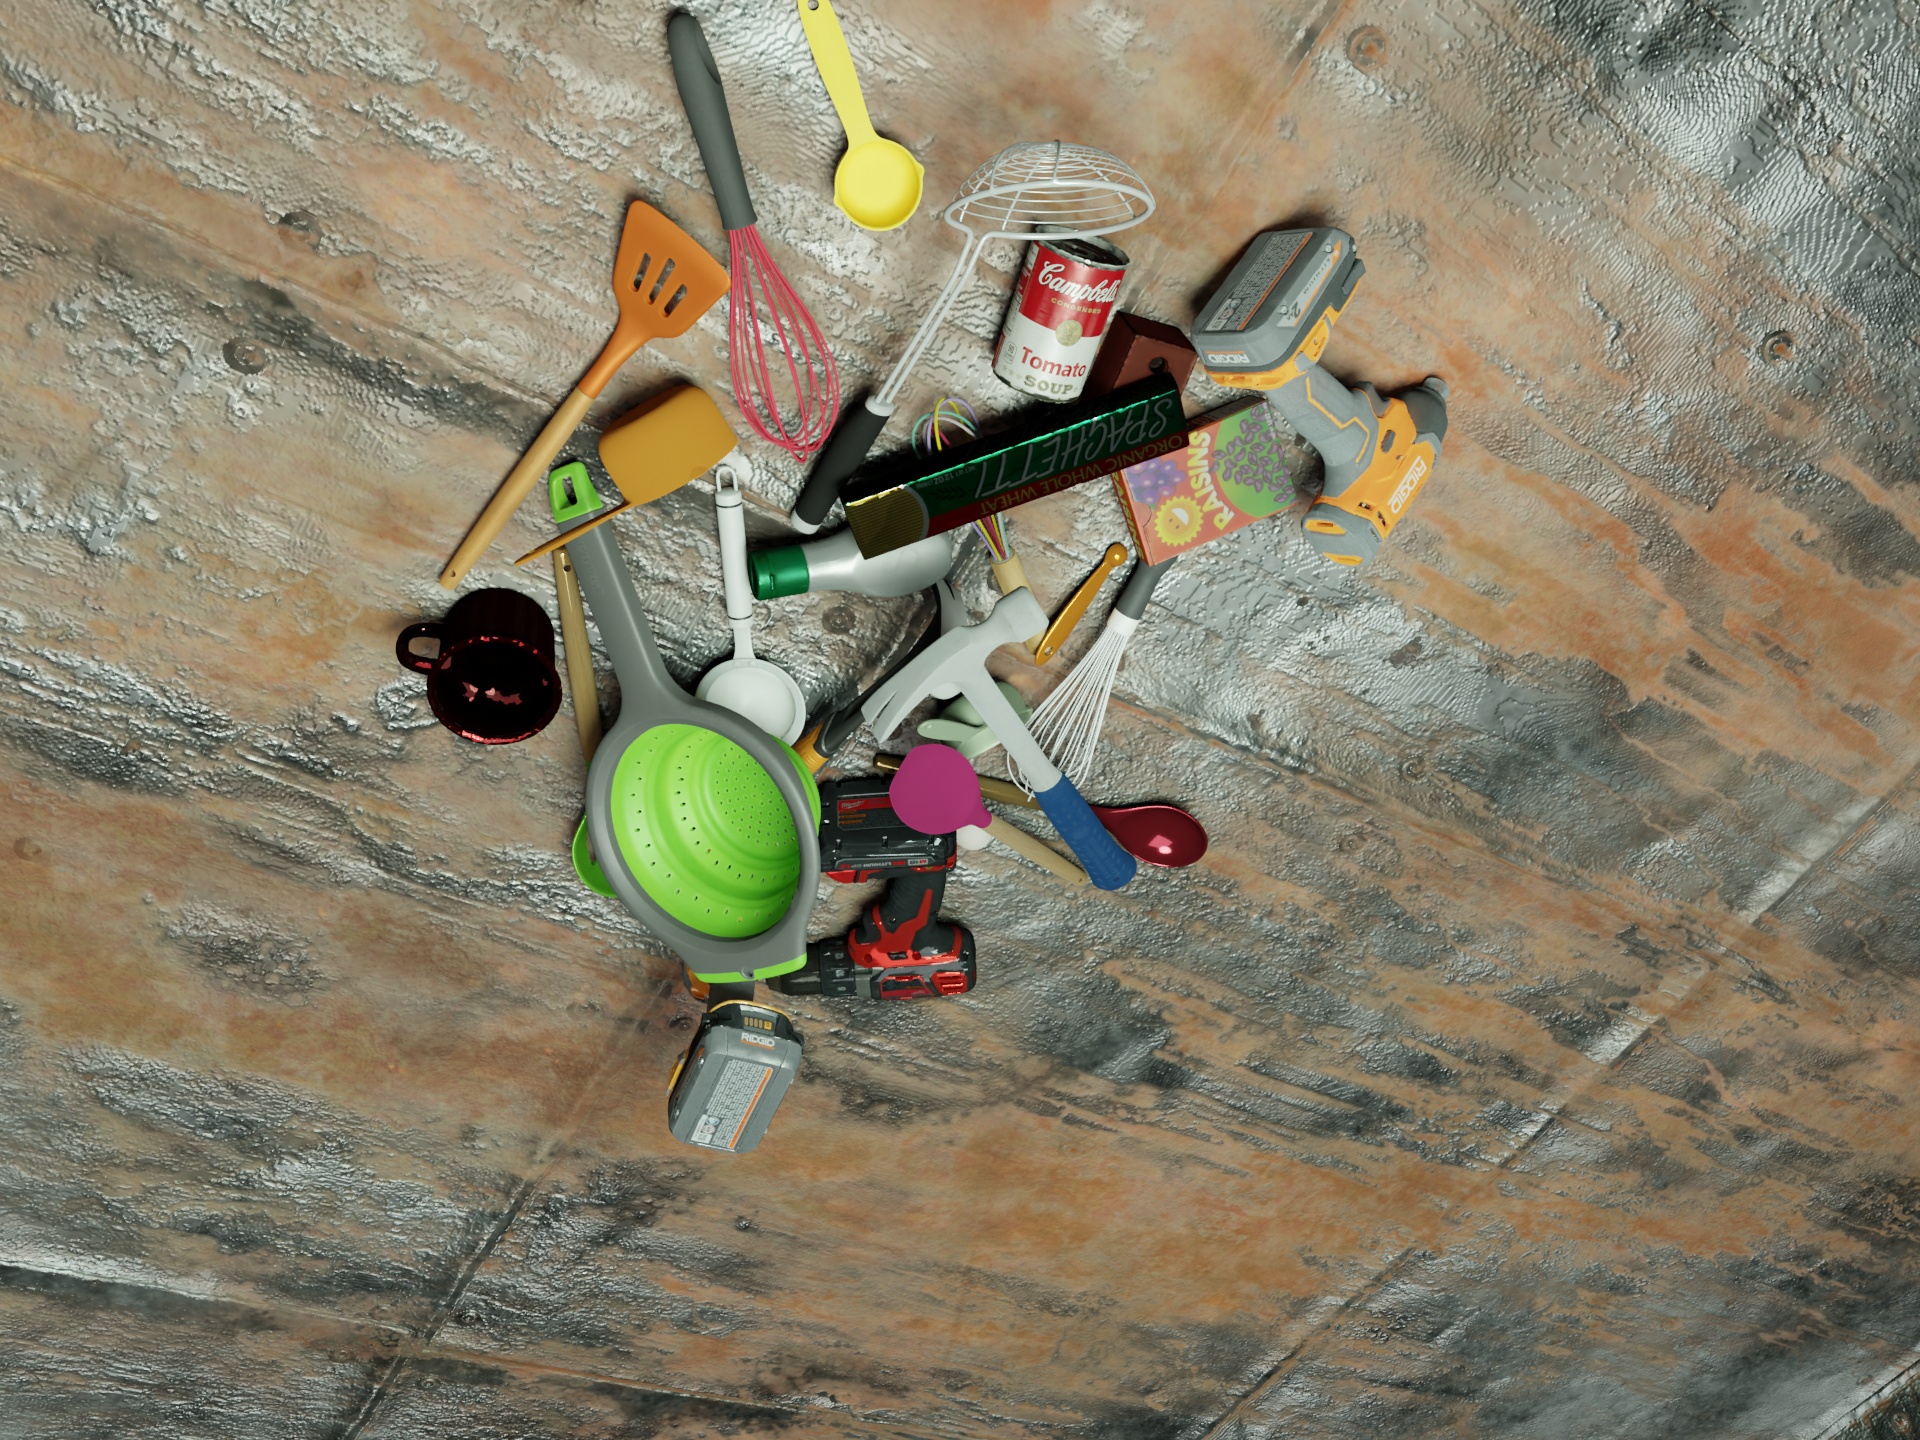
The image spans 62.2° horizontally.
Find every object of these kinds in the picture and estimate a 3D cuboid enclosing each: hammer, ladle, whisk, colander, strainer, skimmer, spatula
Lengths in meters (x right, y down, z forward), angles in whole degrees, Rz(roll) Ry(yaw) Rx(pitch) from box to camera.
[{"bbox_3d":[0.058,0.044,1.233,0.144,0.035,0.405,-32,145,4],"label":"hammer"},{"bbox_3d":[0.072,0.072,1.369,0.315,0.031,0.069,15,128,-20],"label":"ladle"},{"bbox_3d":[0.022,-0.138,1.200,0.051,0.047,0.244,-24,130,3],"label":"whisk"},{"bbox_3d":[-0.117,0.019,1.256,0.034,0.127,0.337,34,121,-28],"label":"hammer"},{"bbox_3d":[0.116,-0.052,1.276,0.070,0.070,0.284,16,115,-23],"label":"whisk"},{"bbox_3d":[-0.138,-0.304,1.035,0.073,0.073,0.295,-16,122,-2],"label":"whisk"},{"bbox_3d":[-0.199,-0.005,1.178,0.204,0.094,0.397,-13,102,31],"label":"colander"},{"bbox_3d":[-0.164,-0.071,1.204,0.087,0.050,0.258,0,120,2],"label":"strainer"},{"bbox_3d":[-0.013,-0.233,1.050,0.127,0.090,0.363,-5,145,-42],"label":"skimmer"},{"bbox_3d":[-0.271,-0.205,1.082,0.081,0.041,0.322,40,112,-7],"label":"spatula"}]

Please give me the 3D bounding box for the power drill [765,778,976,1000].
[{"bbox_3d":[-0.082,0.158,1.360,0.188,0.080,0.226,-4,132,-1],"label":"power drill"}]

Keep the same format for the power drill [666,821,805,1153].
[{"bbox_3d":[-0.174,0.206,1.279,0.084,0.226,0.185,17,121,-18],"label":"power drill"}]

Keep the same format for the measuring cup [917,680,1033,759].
[{"bbox_3d":[-0.002,-0.004,1.238,0.083,0.038,0.167,-35,164,18],"label":"measuring cup"}]

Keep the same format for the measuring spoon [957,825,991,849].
[{"bbox_3d":[-0.032,0.105,1.372,0.124,0.018,0.034,-6,126,-9],"label":"measuring spoon"}]

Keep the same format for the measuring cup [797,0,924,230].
[{"bbox_3d":[-0.071,-0.392,1.015,0.062,0.029,0.156,-21,115,2],"label":"measuring cup"}]

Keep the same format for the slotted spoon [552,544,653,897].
[{"bbox_3d":[-0.286,0.006,1.236,0.070,0.031,0.313,-20,127,-27],"label":"slotted spoon"}]

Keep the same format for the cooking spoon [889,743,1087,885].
[{"bbox_3d":[0.031,0.090,1.310,0.069,0.017,0.318,-60,143,-4],"label":"cooking spoon"}]

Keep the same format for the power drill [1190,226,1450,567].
[{"bbox_3d":[0.274,-0.243,1.146,0.164,0.084,0.226,-54,126,-16],"label":"power drill"}]

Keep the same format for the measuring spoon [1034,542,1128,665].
[{"bbox_3d":[0.096,-0.089,1.254,0.021,0.011,0.117,27,103,-46],"label":"measuring spoon"}]

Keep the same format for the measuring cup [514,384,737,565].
[{"bbox_3d":[-0.236,-0.168,1.069,0.173,0.095,0.052,-33,113,-14],"label":"measuring cup"}]
